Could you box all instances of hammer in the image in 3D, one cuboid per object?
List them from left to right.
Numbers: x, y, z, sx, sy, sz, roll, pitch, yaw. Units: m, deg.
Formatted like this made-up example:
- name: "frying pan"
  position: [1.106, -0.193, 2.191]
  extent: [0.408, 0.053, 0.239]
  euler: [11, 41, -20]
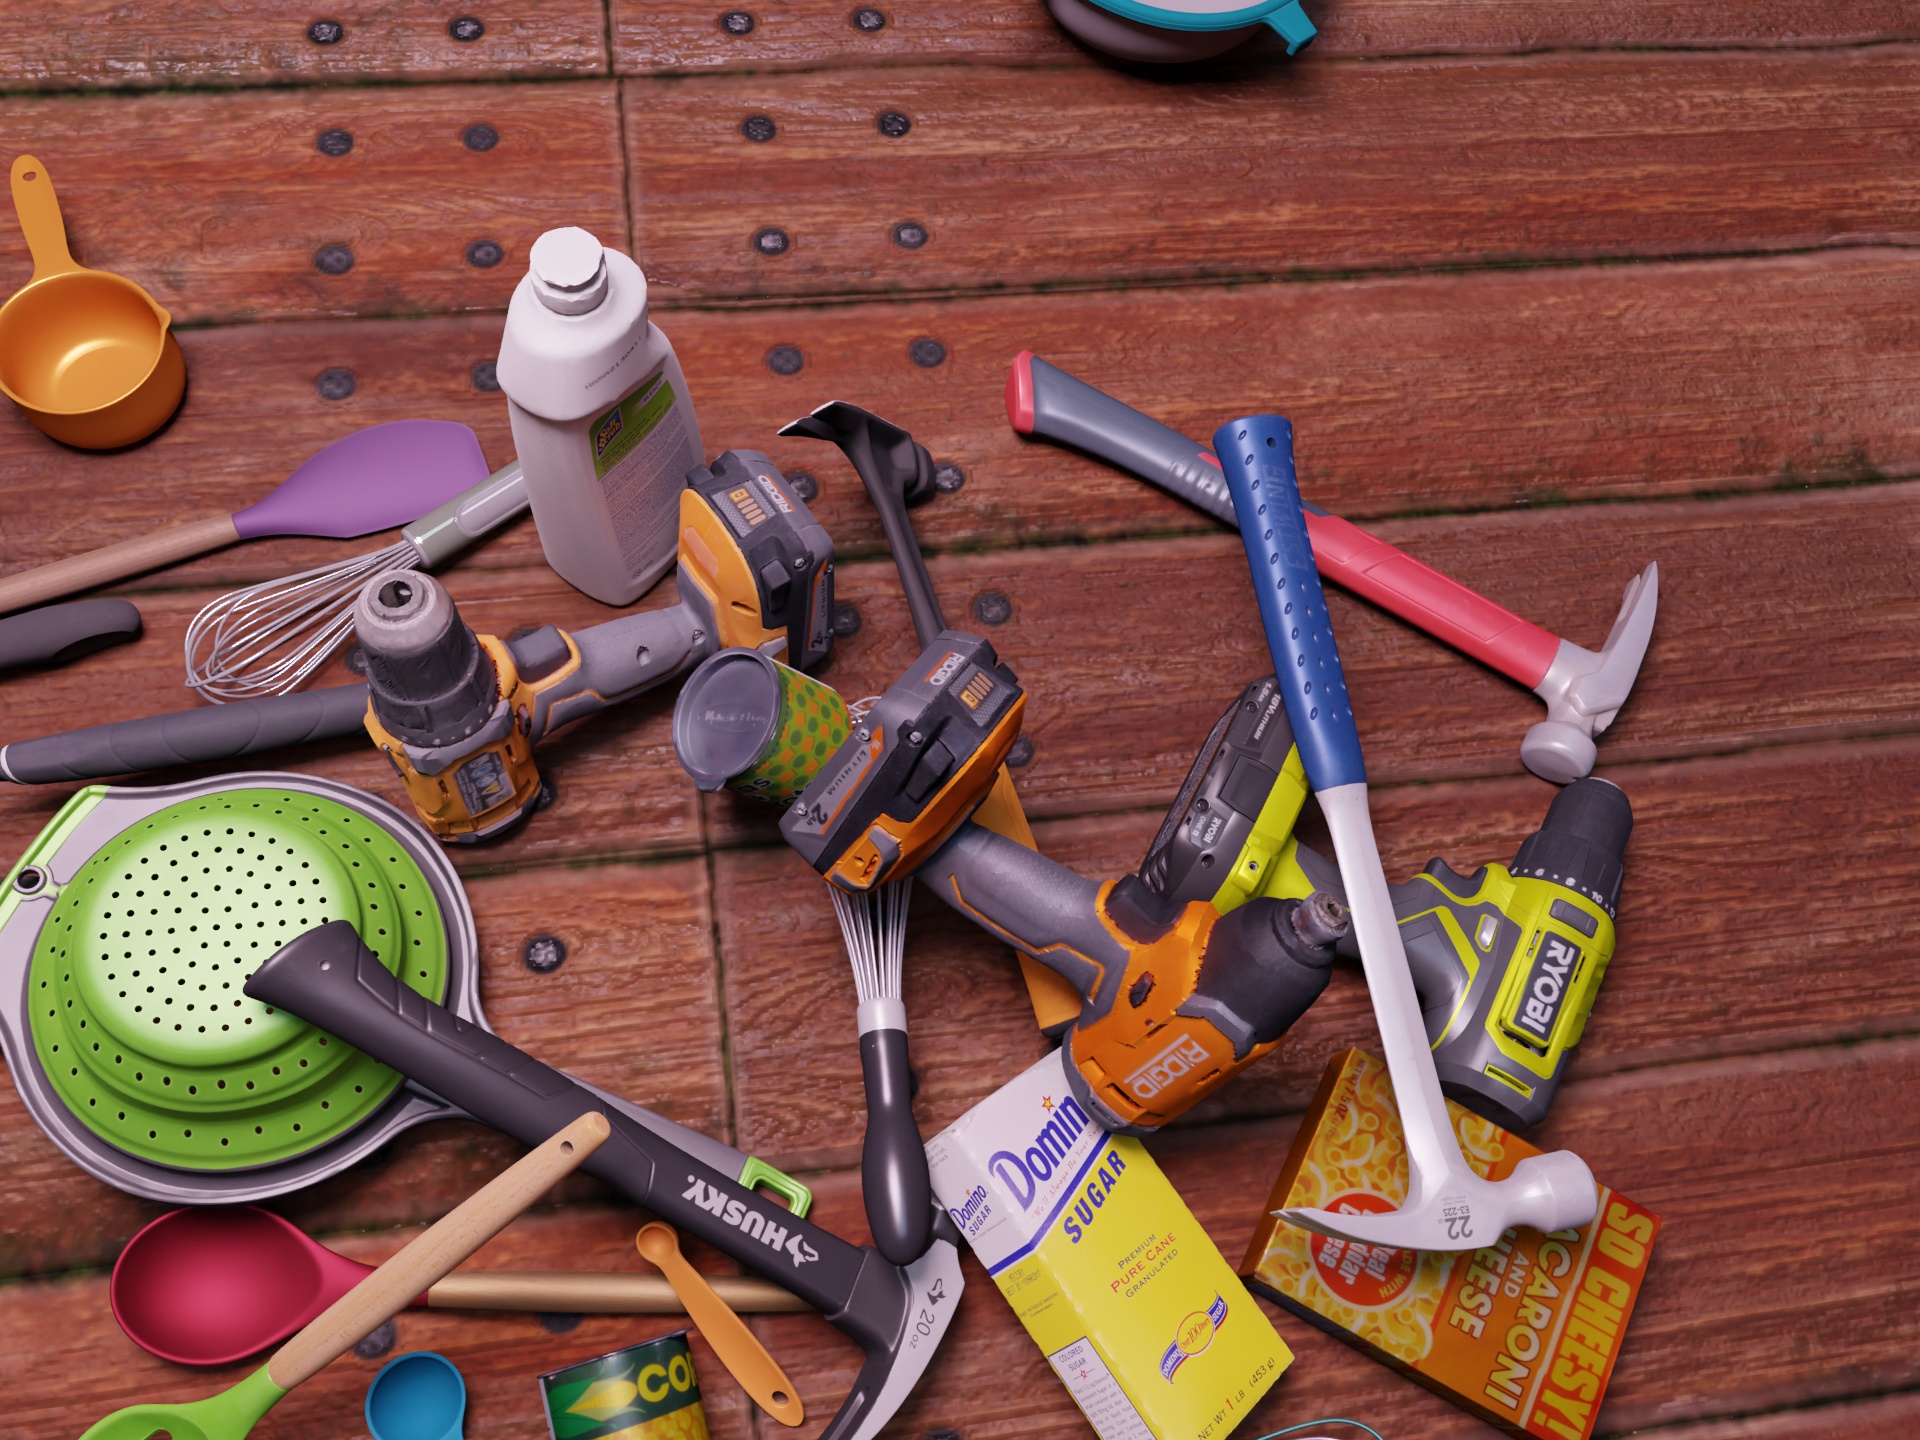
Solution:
- name: "hammer"
  position: [-0.456, 0.021, 0.737]
  extent: [0.409, 0.149, 0.036]
  euler: [-10, 76, -18]
- name: "hammer"
  position: [-0.146, 0.189, 0.675]
  extent: [0.334, 0.035, 0.146]
  euler: [35, 53, -15]
- name: "hammer"
  position: [-0.001, -0.003, 0.806]
  extent: [0.034, 0.127, 0.337]
  euler: [-24, 77, 20]
- name: "hammer"
  position: [0.203, -0.117, 0.902]
  extent: [0.386, 0.038, 0.143]
  euler: [30, 68, 5]
- name: "hammer"
  position: [0.178, 0.043, 0.755]
  extent: [0.144, 0.035, 0.406]
  euler: [-7, 73, -14]

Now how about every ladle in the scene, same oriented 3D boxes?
- name: "ladle"
  position: [-0.213, 0.256, 0.719]
  extent: [0.315, 0.031, 0.069]
  euler: [4, 73, -7]

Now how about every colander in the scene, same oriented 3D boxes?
- name: "colander"
  position: [-0.245, 0.138, 0.704]
  extent: [0.397, 0.094, 0.205]
  euler: [25, 63, -3]

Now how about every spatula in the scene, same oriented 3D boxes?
- name: "spatula"
  position: [-0.407, -0.096, 0.834]
  extent: [0.316, 0.018, 0.060]
  euler: [-21, 79, -15]

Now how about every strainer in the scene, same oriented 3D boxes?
- name: "strainer"
  position: [0.127, -0.547, 1.028]
  extent: [0.211, 0.095, 0.341]
  euler: [9, 66, -6]

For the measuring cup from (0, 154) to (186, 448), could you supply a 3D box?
- name: "measuring cup"
  position: [-0.477, -0.224, 0.858]
  extent: [0.095, 0.052, 0.174]
  euler: [-20, 71, -13]

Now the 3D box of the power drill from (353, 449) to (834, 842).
- name: "power drill"
  position: [-0.173, -0.045, 0.755]
  extent: [0.226, 0.185, 0.084]
  euler: [-30, 67, -19]

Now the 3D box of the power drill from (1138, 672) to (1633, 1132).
- name: "power drill"
  position: [0.226, 0.073, 0.813]
  extent: [0.228, 0.080, 0.191]
  euler: [29, 69, 2]

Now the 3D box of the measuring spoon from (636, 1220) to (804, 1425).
- name: "measuring spoon"
  position: [-0.106, 0.271, 0.718]
  extent: [0.021, 0.011, 0.117]
  euler: [-34, 97, 17]

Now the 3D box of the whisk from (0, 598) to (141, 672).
- name: "whisk"
  position: [-0.554, -0.014, 0.766]
  extent: [0.296, 0.073, 0.073]
  euler: [-16, 72, -18]

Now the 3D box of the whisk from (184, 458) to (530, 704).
- name: "whisk"
  position: [-0.291, -0.086, 0.830]
  extent: [0.246, 0.059, 0.057]
  euler: [-38, 116, -22]

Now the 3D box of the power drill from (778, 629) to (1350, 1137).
- name: "power drill"
  position: [0.049, 0.068, 0.690]
  extent: [0.226, 0.164, 0.084]
  euler: [41, 41, -1]

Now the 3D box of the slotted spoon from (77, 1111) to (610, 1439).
- name: "slotted spoon"
  position: [-0.256, 0.252, 0.645]
  extent: [0.313, 0.031, 0.070]
  euler: [-39, 83, 12]

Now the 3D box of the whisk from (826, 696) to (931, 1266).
- name: "whisk"
  position: [-0.041, 0.112, 0.753]
  extent: [0.070, 0.070, 0.285]
  euler: [-2, 58, -7]

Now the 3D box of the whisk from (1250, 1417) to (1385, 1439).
- name: "whisk"
  position: [0.084, 0.346, 0.711]
  extent: [0.245, 0.047, 0.051]
  euler: [-2, 71, -4]

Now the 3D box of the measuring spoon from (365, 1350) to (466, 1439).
- name: "measuring spoon"
  position: [-0.214, 0.335, 0.698]
  extent: [0.042, 0.021, 0.128]
  euler: [-34, 86, -18]
